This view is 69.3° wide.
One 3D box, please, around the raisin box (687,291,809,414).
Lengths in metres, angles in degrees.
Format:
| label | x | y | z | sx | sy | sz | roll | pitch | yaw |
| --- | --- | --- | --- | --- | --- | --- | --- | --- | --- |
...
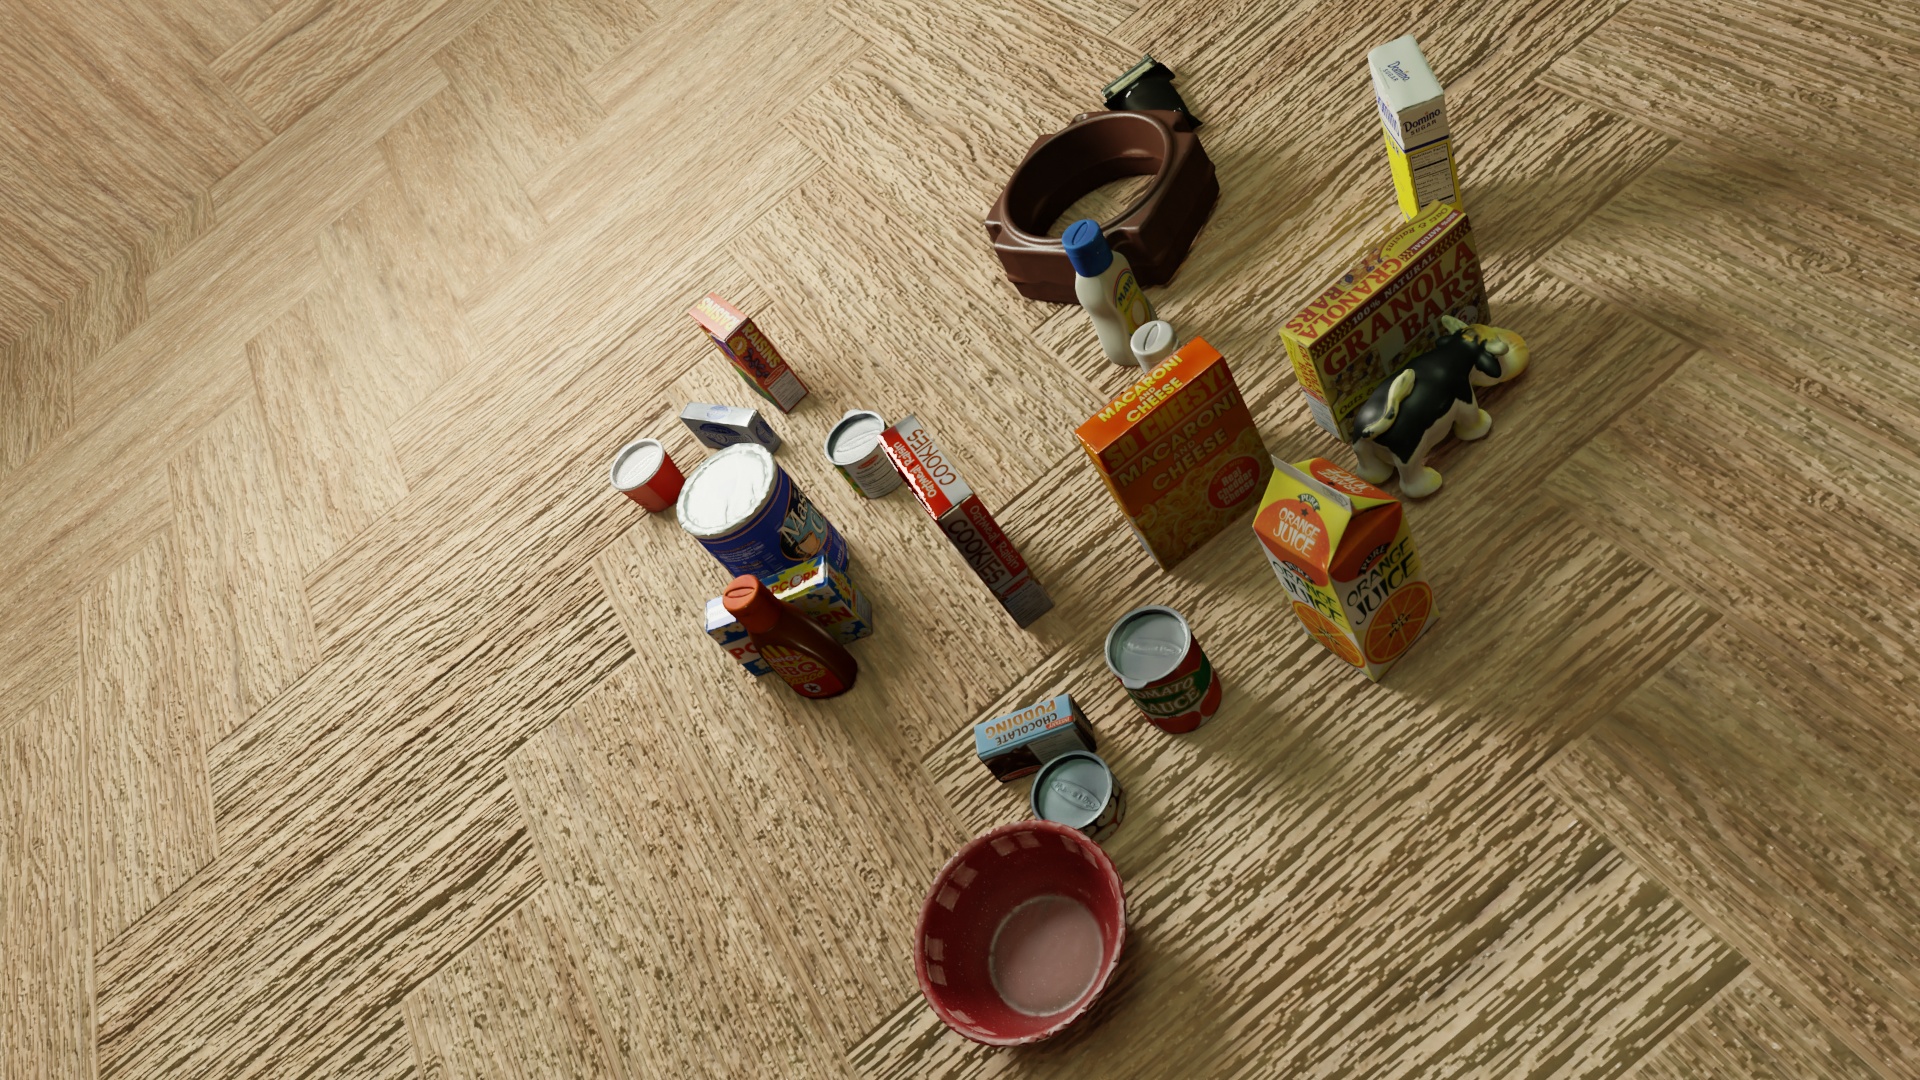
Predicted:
| label | x | y | z | sx | sy | sz | roll | pitch | yaw |
| --- | --- | --- | --- | --- | --- | --- | --- | --- | --- |
| raisin box | -0.225 | -0.199 | 1.476 | 0.040 | 0.123 | 0.086 | -45 | 46 | -7 |

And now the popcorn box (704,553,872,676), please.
| label | x | y | z | sx | sy | sz | roll | pitch | yaw |
| --- | --- | --- | --- | --- | --- | --- | --- | --- | --- |
| popcorn box | -0.154 | 0.069 | 1.248 | 0.126 | 0.085 | 0.038 | -21 | 47 | 15 |

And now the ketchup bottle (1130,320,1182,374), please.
| label | x | y | z | sx | sy | sz | roll | pitch | yaw |
| --- | --- | --- | --- | --- | --- | --- | --- | --- | --- |
| ketchup bottle | 0.184 | -0.121 | 1.155 | 0.043 | 0.148 | 0.065 | 5 | 59 | 34 |

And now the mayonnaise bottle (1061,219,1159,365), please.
| label | x | y | z | sx | sy | sz | roll | pitch | yaw |
| --- | --- | --- | --- | --- | --- | --- | --- | --- | --- |
| mayonnaise bottle | 0.136 | -0.228 | 1.268 | 0.041 | 0.147 | 0.065 | 10 | 61 | 36 |

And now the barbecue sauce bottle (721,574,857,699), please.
| label | x | y | z | sx | sy | sz | roll | pitch | yaw |
| --- | --- | --- | --- | --- | --- | --- | --- | --- | --- |
| barbecue sauce bottle | -0.149 | 0.083 | 1.190 | 0.065 | 0.148 | 0.044 | -9 | 52 | 25 |

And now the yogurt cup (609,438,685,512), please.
| label | x | y | z | sx | sy | sz | roll | pitch | yaw |
| --- | --- | --- | --- | --- | --- | --- | --- | --- | --- |
| yogurt cup | -0.331 | -0.067 | 1.483 | 0.072 | 0.053 | 0.073 | -16 | 49 | 19 |

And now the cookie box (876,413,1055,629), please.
| label | x | y | z | sx | sy | sz | roll | pitch | yaw |
| --- | --- | --- | --- | --- | --- | --- | --- | --- | --- |
| cookie box | 0.004 | -0.015 | 1.164 | 0.040 | 0.167 | 0.123 | -37 | 45 | 0 |

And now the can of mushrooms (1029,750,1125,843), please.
| label | x | y | z | sx | sy | sz | roll | pitch | yaw |
| --- | --- | --- | --- | --- | --- | --- | --- | --- | --- |
| can of mushrooms | 0.087 | 0.196 | 1.042 | 0.071 | 0.033 | 0.071 | -16 | 49 | 19 |

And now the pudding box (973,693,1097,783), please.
| label | x | y | z | sx | sy | sz | roll | pitch | yaw |
| --- | --- | --- | --- | --- | --- | --- | --- | --- | --- |
| pudding box | 0.058 | 0.154 | 1.080 | 0.083 | 0.049 | 0.030 | -22 | 47 | 14 |

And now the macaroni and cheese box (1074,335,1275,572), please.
| label | x | y | z | sx | sy | sz | roll | pitch | yaw |
| --- | --- | --- | --- | --- | --- | --- | --- | --- | --- |
| macaroni and cheese box | 0.175 | -0.065 | 1.104 | 0.124 | 0.166 | 0.040 | -38 | 45 | -1 |

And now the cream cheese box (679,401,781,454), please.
| label | x | y | z | sx | sy | sz | roll | pitch | yaw |
| --- | --- | --- | --- | --- | --- | --- | --- | --- | --- |
| cream cheese box | -0.244 | -0.119 | 1.472 | 0.104 | 0.053 | 0.024 | 10 | 61 | 36 |

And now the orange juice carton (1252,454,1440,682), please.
| label | x | y | z | sx | sy | sz | roll | pitch | yaw |
| --- | --- | --- | --- | --- | --- | --- | --- | --- | --- |
| orange juice carton | 0.267 | 0.011 | 0.970 | 0.073 | 0.192 | 0.072 | -44 | 46 | -6 |

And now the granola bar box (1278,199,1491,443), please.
| label | x | y | z | sx | sy | sz | roll | pitch | yaw |
| --- | --- | --- | --- | --- | --- | --- | --- | --- | --- |
| granola bar box | 0.346 | -0.174 | 1.119 | 0.165 | 0.123 | 0.039 | -40 | 45 | -3 |

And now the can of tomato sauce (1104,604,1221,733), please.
| label | x | y | z | sx | sy | sz | roll | pitch | yaw |
| --- | --- | --- | --- | --- | --- | --- | --- | --- | --- |
| can of tomato sauce | 0.154 | 0.100 | 1.044 | 0.071 | 0.083 | 0.071 | -16 | 49 | 19 |

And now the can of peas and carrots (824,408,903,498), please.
| label | x | y | z | sx | sy | sz | roll | pitch | yaw |
| --- | --- | --- | --- | --- | --- | --- | --- | --- | --- |
| can of peas and carrots | -0.090 | -0.085 | 1.351 | 0.071 | 0.058 | 0.071 | -16 | 49 | 19 |
